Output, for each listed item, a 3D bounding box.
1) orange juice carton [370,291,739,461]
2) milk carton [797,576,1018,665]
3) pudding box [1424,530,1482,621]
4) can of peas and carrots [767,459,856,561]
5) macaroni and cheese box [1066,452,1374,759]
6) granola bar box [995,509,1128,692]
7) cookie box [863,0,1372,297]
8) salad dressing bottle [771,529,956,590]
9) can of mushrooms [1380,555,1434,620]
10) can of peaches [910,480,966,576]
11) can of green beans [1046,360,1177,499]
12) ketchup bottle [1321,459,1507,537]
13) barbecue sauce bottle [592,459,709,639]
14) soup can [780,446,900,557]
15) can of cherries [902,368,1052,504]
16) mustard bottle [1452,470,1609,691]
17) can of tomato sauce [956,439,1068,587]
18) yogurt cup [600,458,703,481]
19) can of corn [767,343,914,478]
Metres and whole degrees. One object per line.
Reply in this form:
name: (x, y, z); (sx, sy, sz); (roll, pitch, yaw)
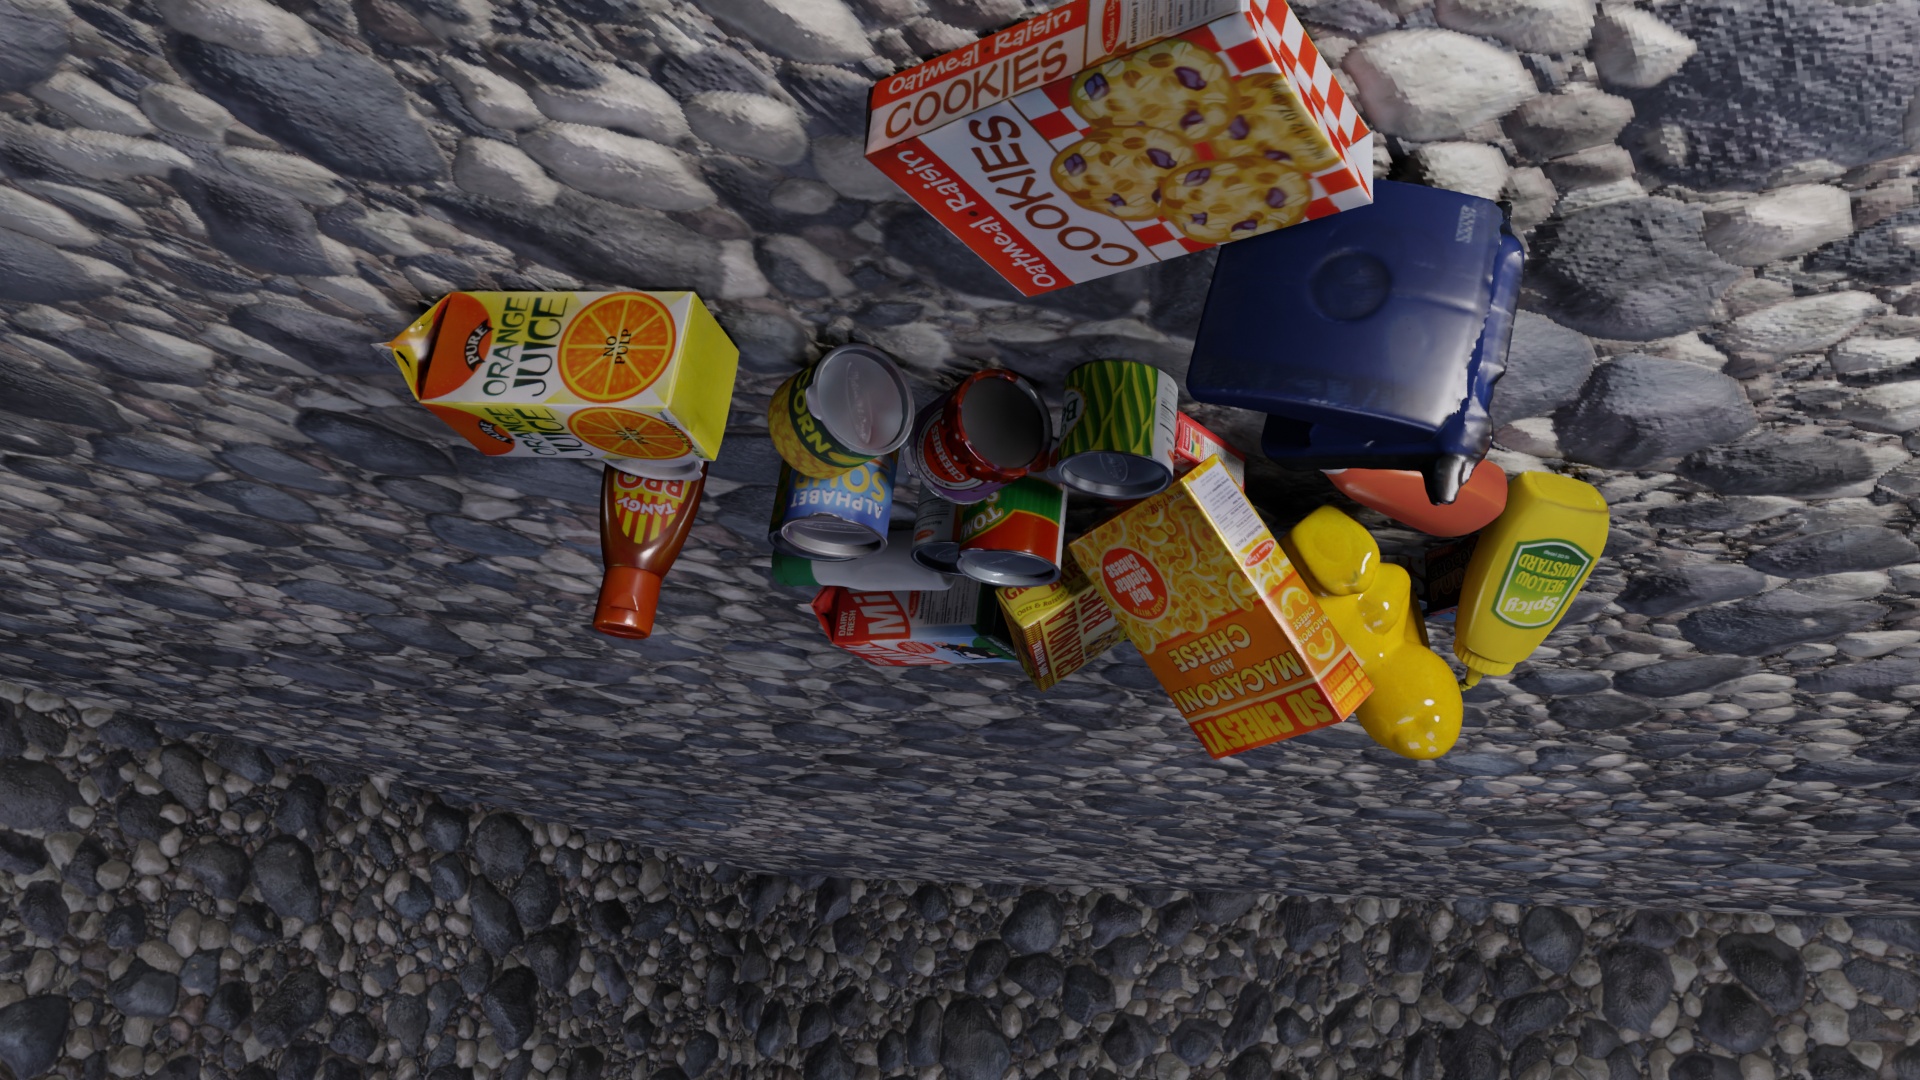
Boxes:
orange juice carton: (-0.233, -0.094, 0.792); (0.193, 0.073, 0.071); (2, 159, 14)
milk carton: (-0.037, 0.058, 1.134); (0.190, 0.073, 0.072); (-5, 157, 29)
pudding box: (0.355, 0.021, 0.940); (0.030, 0.050, 0.083); (14, 159, -23)
can of peas and carrots: (-0.097, -0.023, 0.958); (0.071, 0.059, 0.070); (7, 160, 3)
macaroni and cheese box: (0.155, 0.044, 0.844); (0.166, 0.040, 0.123); (56, 146, 0)
granola bar box: (0.093, 0.042, 1.006); (0.124, 0.039, 0.165); (-32, 158, -5)
cookie box: (0.063, -0.162, 0.562); (0.167, 0.040, 0.123); (-9, 154, 35)
salad dressing bottle: (-0.076, 0.016, 1.080); (0.147, 0.044, 0.064); (-1, 160, 24)
can of mushrooms: (0.313, 0.036, 1.019); (0.071, 0.033, 0.071); (6, 160, 2)
can of peaches: (0.003, -0.012, 0.955); (0.071, 0.058, 0.071); (5, 159, 2)
can of green beans: (0.089, -0.063, 0.791); (0.071, 0.058, 0.071); (6, 159, 2)
ketchup bottle: (0.248, -0.044, 0.810); (0.149, 0.044, 0.064); (19, 155, -29)
barbecue sauce bottle: (-0.202, -0.012, 0.891); (0.065, 0.149, 0.043); (10, 159, -8)
soup can: (-0.073, -0.040, 0.867); (0.071, 0.084, 0.071); (6, 159, 2)
can of cherries: (0.010, -0.059, 0.809); (0.071, 0.072, 0.058); (18, 157, -26)
mustard bottle: (0.346, 0.035, 0.867); (0.065, 0.049, 0.159); (11, 121, -2)
can of tomato sauce: (0.033, -0.020, 0.886); (0.071, 0.083, 0.071); (6, 159, 2)
yogurt cup: (-0.188, -0.075, 0.855); (0.072, 0.054, 0.072); (6, 159, 2)
can of corn: (-0.072, -0.073, 0.801); (0.071, 0.071, 0.058); (20, 156, -30)
